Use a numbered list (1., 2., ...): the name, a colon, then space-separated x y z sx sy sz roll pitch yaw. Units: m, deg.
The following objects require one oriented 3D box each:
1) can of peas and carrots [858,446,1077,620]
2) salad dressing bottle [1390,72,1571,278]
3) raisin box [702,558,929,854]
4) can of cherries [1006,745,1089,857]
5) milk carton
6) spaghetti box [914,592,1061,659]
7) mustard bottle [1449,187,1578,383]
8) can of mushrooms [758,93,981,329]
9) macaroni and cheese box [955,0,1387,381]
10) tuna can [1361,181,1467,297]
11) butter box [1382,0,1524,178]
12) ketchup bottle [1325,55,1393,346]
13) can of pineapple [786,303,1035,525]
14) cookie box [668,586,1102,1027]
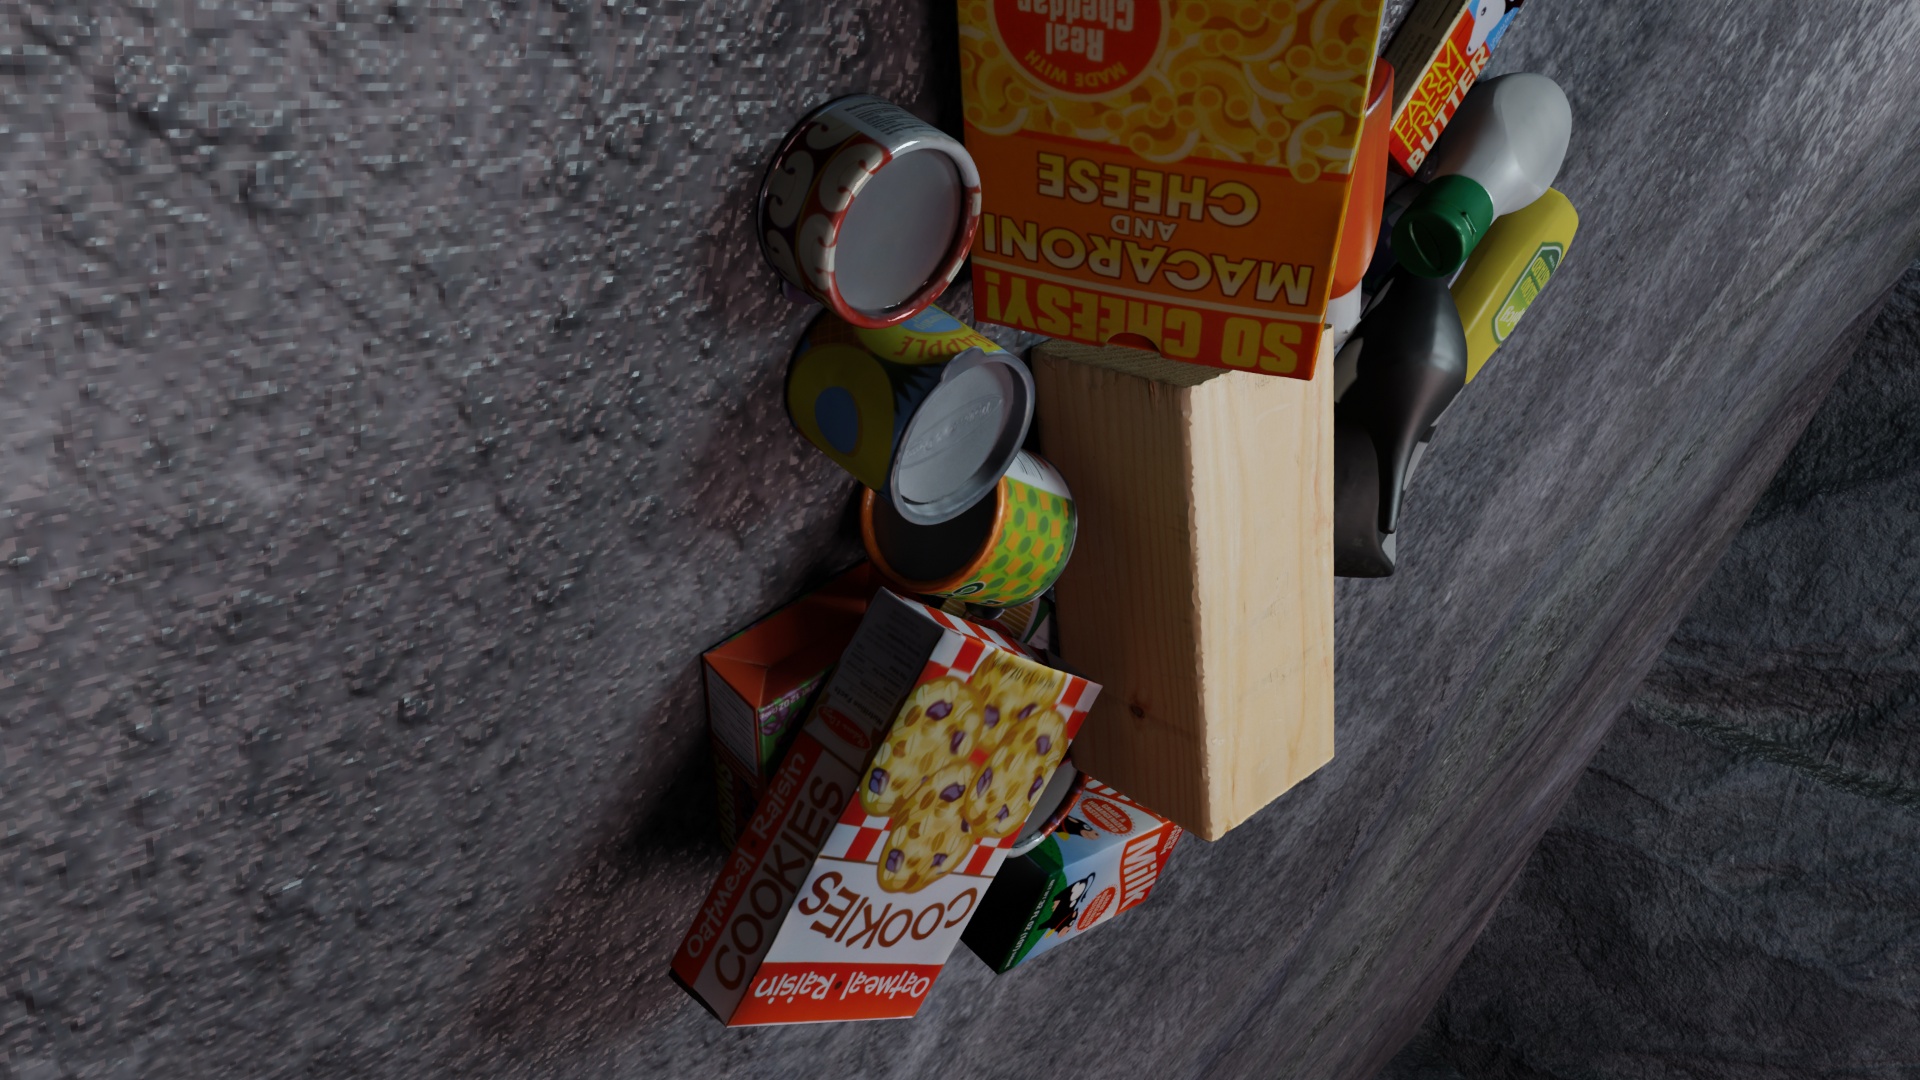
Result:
1. can of peas and carrots: 0.002 -0.007 0.538 0.059 0.071 0.071 16 109 -56
2. salad dressing bottle: 0.258 -0.182 0.689 0.148 0.044 0.064 -47 110 -35
3. raisin box: -0.058 0.079 0.573 0.086 0.040 0.122 -31 144 -33
4. can of cherries: 0.025 0.114 0.700 0.072 0.058 0.071 -34 145 -28
5. milk carton: 0.067 0.173 0.802 0.191 0.073 0.072 -5 125 -52
6. spaghetti box: 0.057 0.066 0.677 0.050 0.029 0.249 -54 138 3
7. mustard bottle: 0.302 -0.135 0.825 0.160 0.049 0.065 -58 147 8
8. can of mushrooms: -0.028 -0.100 0.436 0.071 0.033 0.070 -35 145 -29
9. macaroni and cheese box: 0.063 -0.132 0.437 0.165 0.124 0.040 86 22 -48
10. tuna can: 0.243 -0.153 0.743 0.071 0.033 0.070 -34 144 -28
11. butter box: 0.224 -0.228 0.651 0.053 0.024 0.103 15 109 -57
12. ketchup bottle: 0.167 -0.148 0.637 0.065 0.043 0.148 -45 148 -16
13. can of pineapple: -0.017 -0.049 0.478 0.071 0.058 0.070 -34 145 -29
14. cookie box: -0.026 0.111 0.555 0.123 0.040 0.167 26 94 -53
